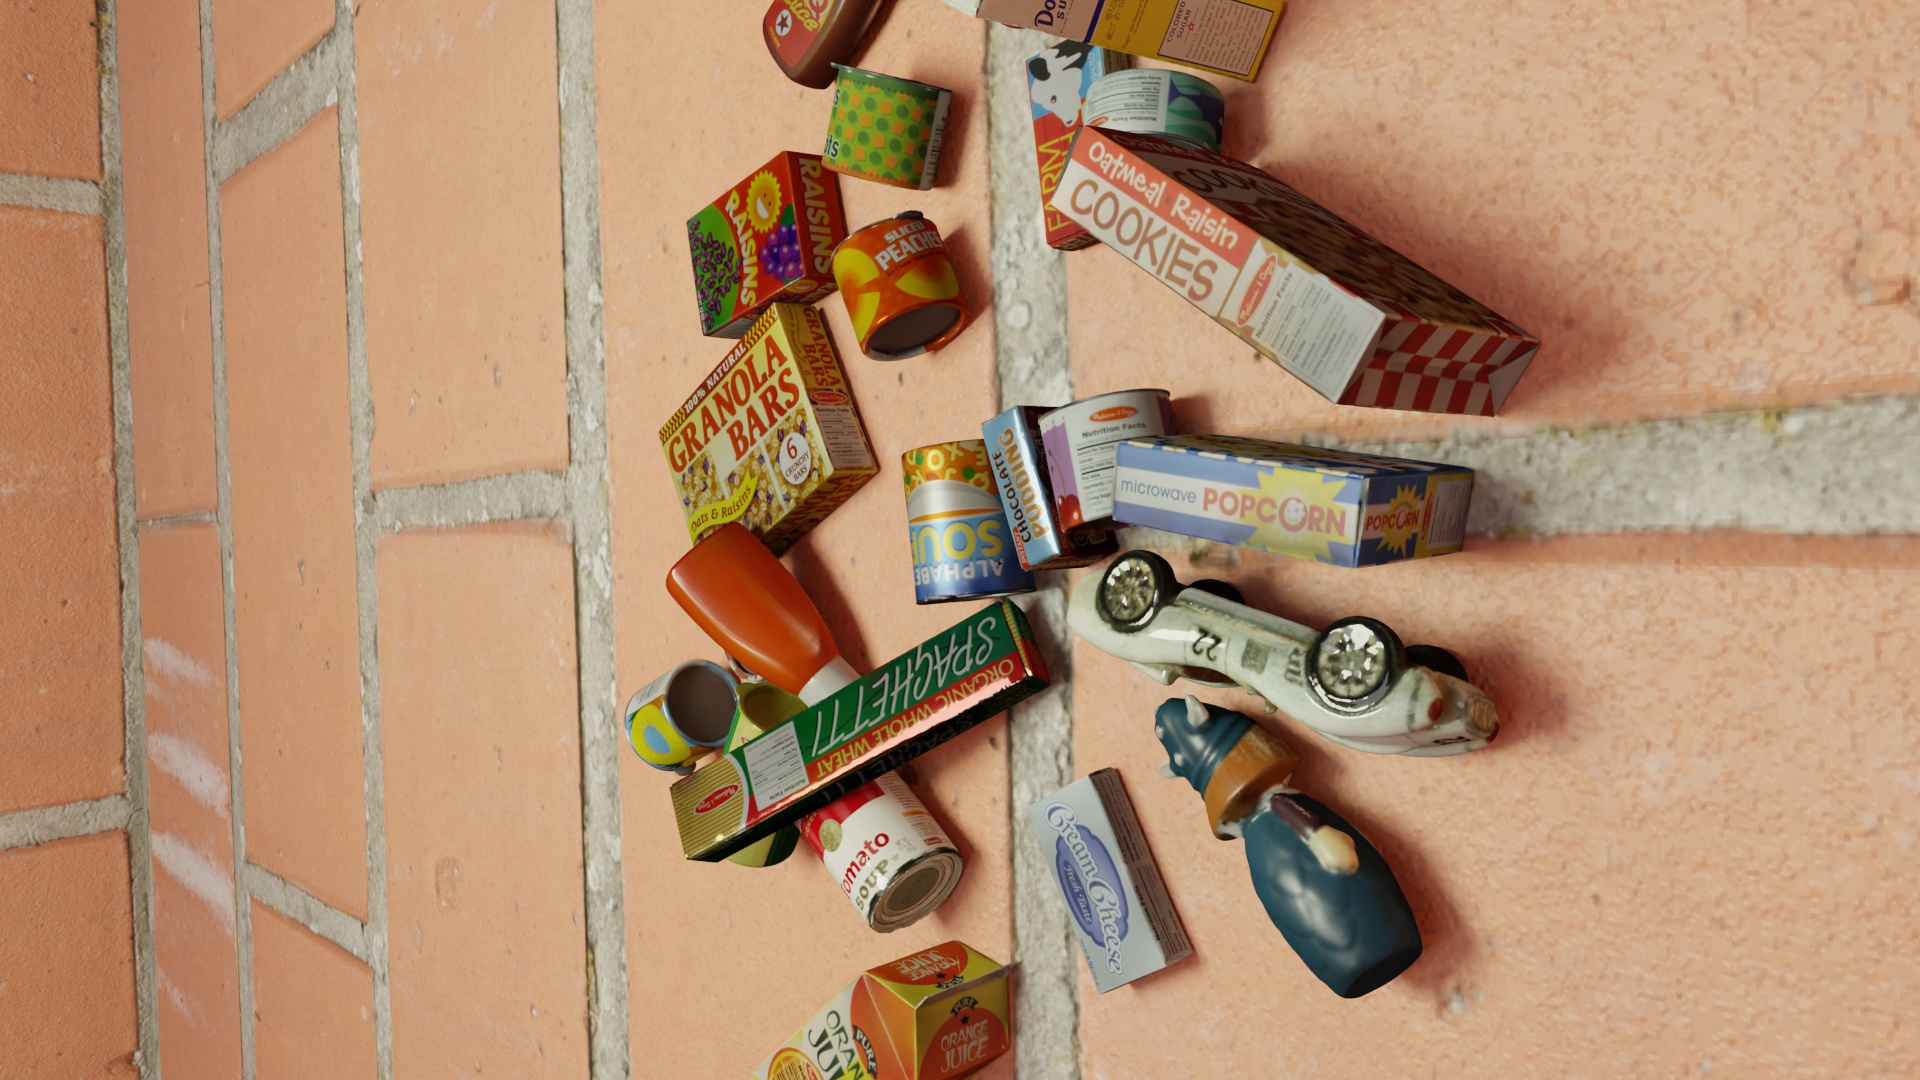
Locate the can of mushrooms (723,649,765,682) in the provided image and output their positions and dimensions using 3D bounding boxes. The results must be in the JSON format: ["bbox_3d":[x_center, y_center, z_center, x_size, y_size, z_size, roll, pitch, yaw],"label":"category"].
[{"bbox_3d":[-0.131,0.060,0.930,0.071,0.033,0.071,5,96,47],"label":"can of mushrooms"}]

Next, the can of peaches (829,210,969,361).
[{"bbox_3d":[-0.034,-0.143,0.790,0.071,0.071,0.058,-36,67,42],"label":"can of peaches"}]

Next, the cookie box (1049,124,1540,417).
[{"bbox_3d":[0.135,-0.112,0.570,0.168,0.123,0.040,45,122,36],"label":"cookie box"}]

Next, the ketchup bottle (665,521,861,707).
[{"bbox_3d":[-0.114,0.059,0.869,0.149,0.065,0.043,45,152,9],"label":"ketchup bottle"}]

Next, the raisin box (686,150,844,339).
[{"bbox_3d":[-0.127,-0.190,0.910,0.123,0.040,0.086,-18,78,47],"label":"raisin box"}]

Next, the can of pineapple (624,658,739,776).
[{"bbox_3d":[-0.192,0.124,0.977,0.057,0.071,0.071,-32,69,43],"label":"can of pineapple"}]

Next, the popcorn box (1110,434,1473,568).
[{"bbox_3d":[0.140,-0.020,0.597,0.127,0.085,0.038,13,103,45],"label":"popcorn box"}]

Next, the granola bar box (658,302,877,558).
[{"bbox_3d":[-0.132,-0.060,0.921,0.165,0.039,0.124,-37,67,42],"label":"granola bar box"}]

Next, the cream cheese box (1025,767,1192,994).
[{"bbox_3d":[0.076,0.176,0.721,0.053,0.024,0.104,-39,64,39],"label":"cream cheese box"}]

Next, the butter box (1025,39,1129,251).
[{"bbox_3d":[0.064,-0.206,0.713,0.053,0.024,0.103,-10,85,46],"label":"butter box"}]

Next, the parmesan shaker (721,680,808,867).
[{"bbox_3d":[-0.127,0.151,0.906,0.071,0.071,0.102,41,121,38],"label":"parmesan shaker"}]

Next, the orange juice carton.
[{"bbox_3d":[-0.042,0.299,0.818,0.191,0.072,0.073,-50,58,36],"label":"orange juice carton"}]

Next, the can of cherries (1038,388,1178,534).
[{"bbox_3d":[0.077,-0.037,0.682,0.071,0.071,0.058,-20,79,46],"label":"can of cherries"}]

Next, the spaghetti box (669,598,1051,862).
[{"bbox_3d":[-0.062,0.113,0.794,0.249,0.028,0.050,-30,61,20],"label":"spaghetti box"}]

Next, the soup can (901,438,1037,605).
[{"bbox_3d":[0.003,-0.009,0.755,0.071,0.071,0.084,-11,84,47],"label":"soup can"}]

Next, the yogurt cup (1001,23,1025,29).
[{"bbox_3d":[0.042,-0.293,0.706,0.054,0.072,0.072,9,99,55],"label":"yogurt cup"}]

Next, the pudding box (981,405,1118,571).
[{"bbox_3d":[0.046,-0.028,0.724,0.030,0.050,0.084,-28,72,43],"label":"pudding box"}]

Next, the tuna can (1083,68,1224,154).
[{"bbox_3d":[0.092,-0.193,0.655,0.071,0.071,0.033,1,82,47],"label":"tuna can"}]

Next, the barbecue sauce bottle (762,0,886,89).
[{"bbox_3d":[-0.063,-0.344,0.830,0.148,0.044,0.065,-43,61,39],"label":"barbecue sauce bottle"}]

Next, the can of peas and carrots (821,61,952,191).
[{"bbox_3d":[-0.045,-0.237,0.796,0.071,0.071,0.058,29,114,42],"label":"can of peas and carrots"}]
